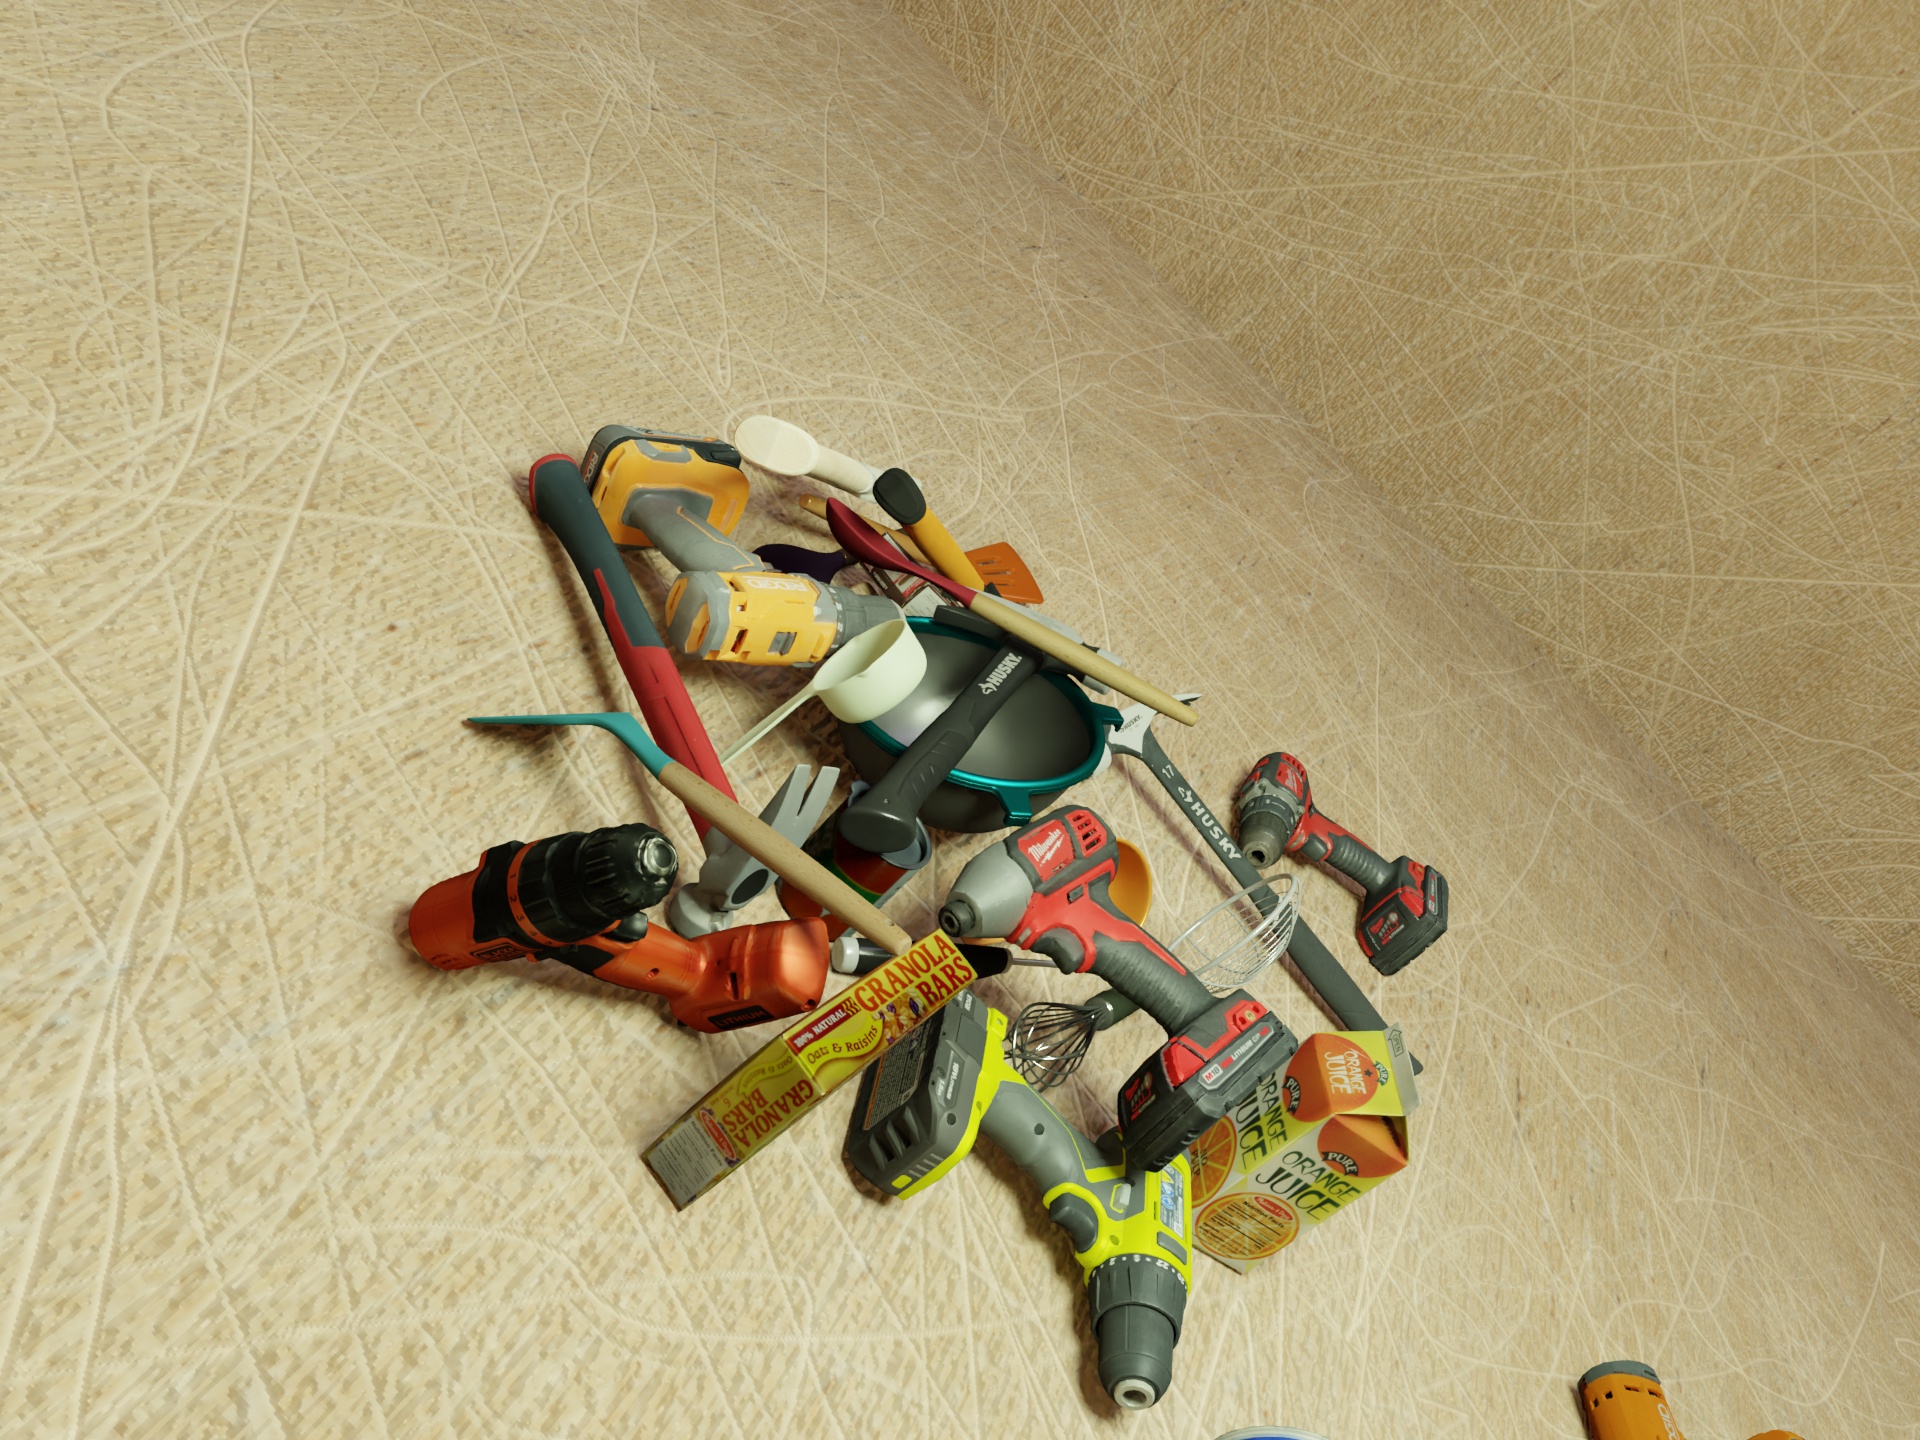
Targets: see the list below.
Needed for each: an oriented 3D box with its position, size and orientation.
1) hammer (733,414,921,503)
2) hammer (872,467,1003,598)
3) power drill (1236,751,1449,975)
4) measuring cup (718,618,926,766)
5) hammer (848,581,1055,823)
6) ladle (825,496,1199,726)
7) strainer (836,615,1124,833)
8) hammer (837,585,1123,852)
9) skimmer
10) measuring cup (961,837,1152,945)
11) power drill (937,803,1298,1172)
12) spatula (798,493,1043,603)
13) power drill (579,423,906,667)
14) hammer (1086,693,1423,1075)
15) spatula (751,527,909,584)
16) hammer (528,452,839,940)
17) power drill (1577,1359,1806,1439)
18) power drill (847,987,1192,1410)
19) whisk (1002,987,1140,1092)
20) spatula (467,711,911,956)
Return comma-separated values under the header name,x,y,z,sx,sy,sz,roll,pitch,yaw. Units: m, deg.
name,x,y,z,sx,sy,sz,roll,pitch,yaw
hammer,-0.119,-0.196,1.179,0.146,0.038,0.410,22,6,2
hammer,0.000,-0.122,1.307,0.127,0.034,0.336,52,4,27
power drill,0.359,0.141,1.534,0.226,0.080,0.188,40,28,-1
measuring cup,-0.094,-0.003,1.060,0.038,0.167,0.083,52,3,-20
hammer,0.013,0.017,1.292,0.331,0.031,0.130,50,28,11
ladle,0.033,-0.076,1.159,0.315,0.031,0.069,29,11,7
strainer,-0.060,-0.012,1.194,0.340,0.095,0.211,28,32,15
hammer,-0.002,-0.003,1.090,0.146,0.035,0.335,27,32,9
skimmer,0.079,0.140,1.101,0.363,0.127,0.090,7,69,-28
measuring cup,0.060,0.135,1.171,0.173,0.052,0.095,-11,101,-32
power drill,0.090,0.159,0.989,0.143,0.078,0.220,-24,66,-44
spatula,-0.034,-0.159,1.431,0.322,0.041,0.081,17,39,-55
power drill,-0.156,-0.118,1.141,0.185,0.084,0.226,0,38,-43
hammer,0.267,0.151,1.403,0.149,0.036,0.409,-34,83,-34
spatula,-0.095,-0.146,1.383,0.060,0.018,0.316,52,29,5
hammer,-0.196,-0.052,1.017,0.038,0.143,0.387,9,40,-45
power drill,0.579,0.597,1.204,0.226,0.084,0.164,28,33,-20
power drill,0.048,0.277,0.941,0.228,0.080,0.191,40,27,-14
whisk,0.093,0.209,1.126,0.246,0.058,0.059,-9,93,-61
spatula,-0.148,0.051,0.889,0.318,0.044,0.082,32,18,30
